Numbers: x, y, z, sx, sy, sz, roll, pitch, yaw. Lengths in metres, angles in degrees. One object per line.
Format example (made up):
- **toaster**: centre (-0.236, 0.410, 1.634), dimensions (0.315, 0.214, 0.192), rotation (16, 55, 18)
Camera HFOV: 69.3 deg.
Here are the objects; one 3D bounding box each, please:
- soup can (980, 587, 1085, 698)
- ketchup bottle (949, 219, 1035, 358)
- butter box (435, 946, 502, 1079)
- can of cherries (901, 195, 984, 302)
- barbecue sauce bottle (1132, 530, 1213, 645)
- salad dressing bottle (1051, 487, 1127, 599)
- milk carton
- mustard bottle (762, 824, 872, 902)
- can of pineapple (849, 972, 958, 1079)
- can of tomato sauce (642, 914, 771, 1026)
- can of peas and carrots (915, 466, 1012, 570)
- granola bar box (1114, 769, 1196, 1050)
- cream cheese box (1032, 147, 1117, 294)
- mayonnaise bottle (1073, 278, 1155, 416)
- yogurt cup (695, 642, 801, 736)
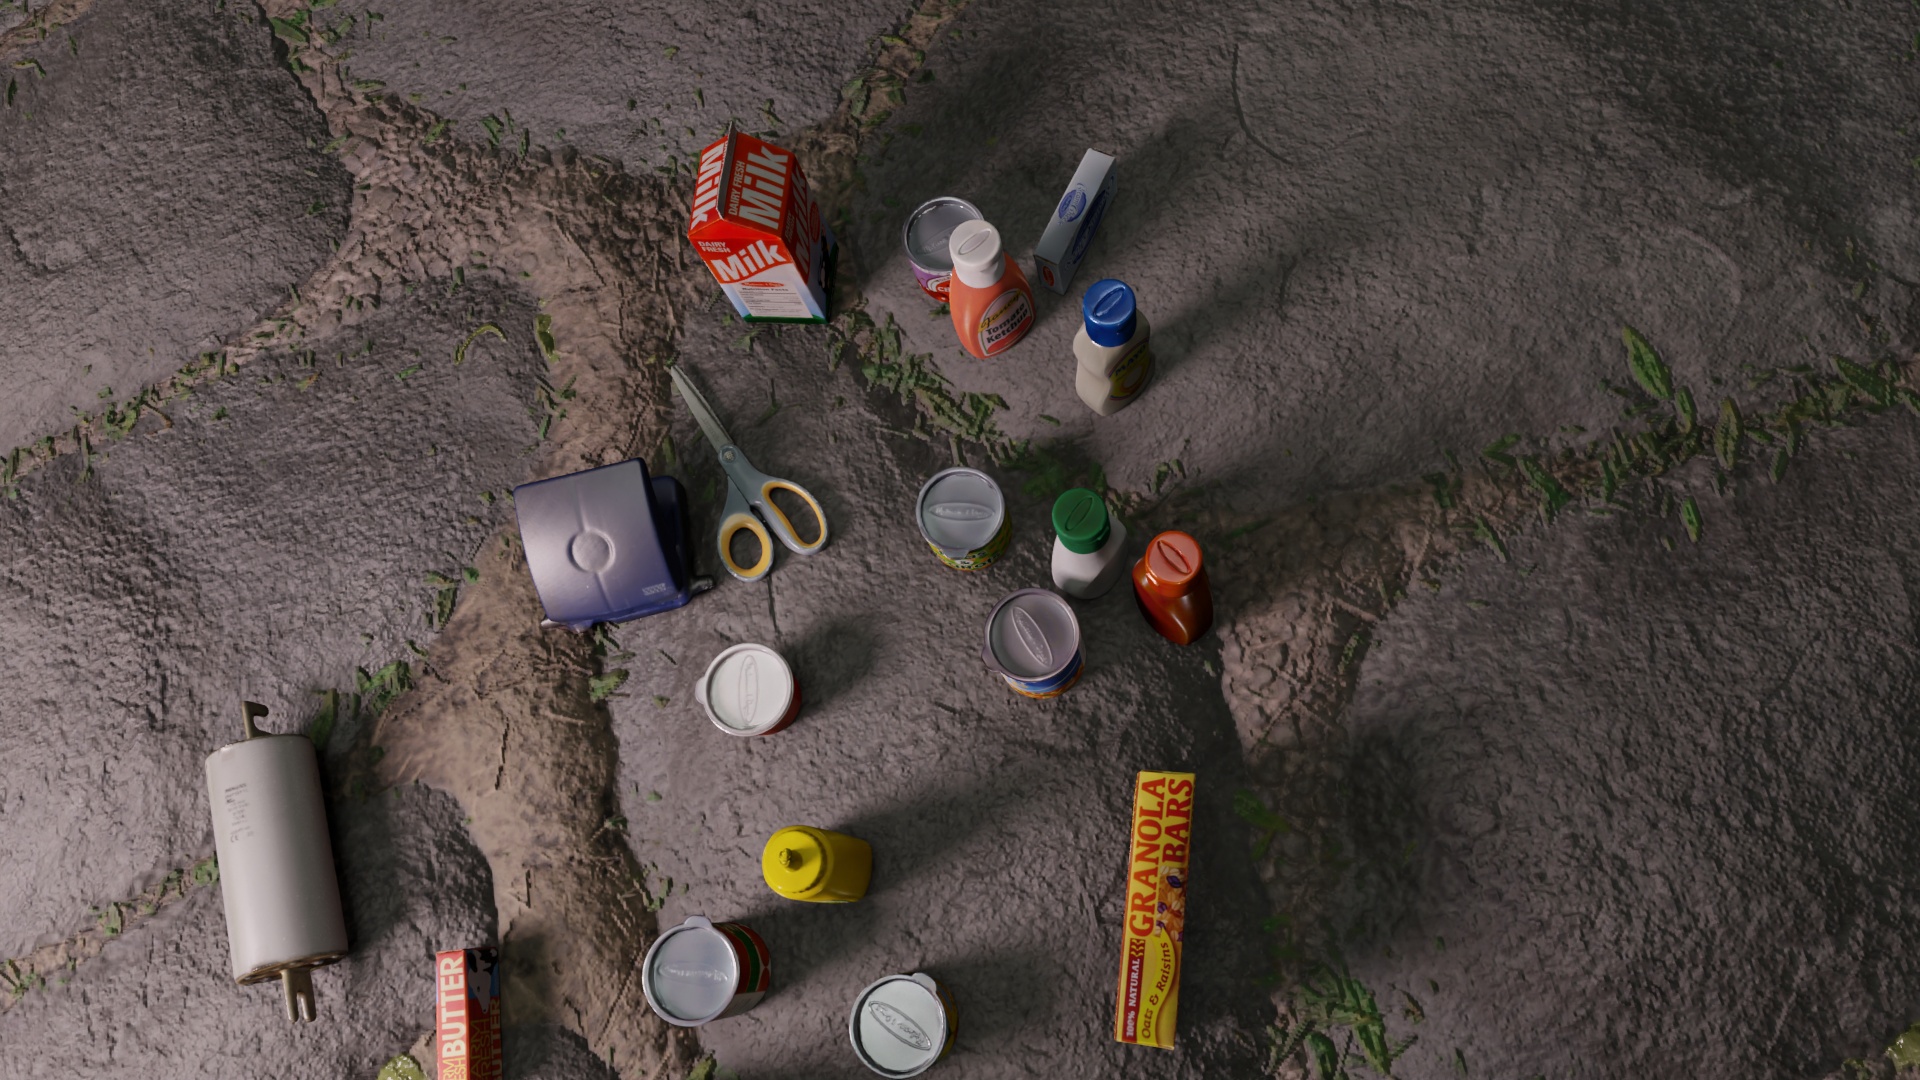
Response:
- **soup can**: centre (0.052, 0.076, 0.989), dimensions (0.071, 0.083, 0.071), rotation (-2, 74, 8)
- **ketchup bottle**: centre (0.019, -0.189, 1.035), dimensions (0.065, 0.148, 0.043), rotation (-38, 73, -3)
- **butter box**: centre (-0.349, 0.343, 0.986), dimensions (0.024, 0.053, 0.104), rotation (-9, 73, 6)
- **can of cherries**: centre (-0.008, -0.227, 1.097), dimensions (0.071, 0.058, 0.071), rotation (-2, 74, 8)
- **barbecue sauce bottle**: centre (0.146, 0.030, 0.954), dimensions (0.044, 0.148, 0.065), rotation (-40, 73, -4)
- **salad dressing bottle**: centre (0.088, 0.001, 0.971), dimensions (0.044, 0.147, 0.064), rotation (35, 82, 16)
- **milk carton**: centre (-0.151, -0.235, 1.050), dimensions (0.073, 0.190, 0.072), rotation (3, 75, 9)
- **mustard bottle**: centre (-0.102, 0.217, 0.931), dimensions (0.065, 0.160, 0.049), rotation (5, 76, 10)
- **can of pineapple**: centre (-0.036, 0.327, 0.943), dimensions (0.071, 0.057, 0.071), rotation (-2, 74, 8)
- **can of tomato sauce**: centre (-0.173, 0.296, 0.959), dimensions (0.071, 0.083, 0.071), rotation (-2, 74, 8)
- **can of peas and carrots**: centre (0.004, -0.013, 1.034), dimensions (0.071, 0.058, 0.071), rotation (-2, 74, 8)
- **granola bar box**: centre (0.128, 0.240, 0.910), dimensions (0.039, 0.124, 0.166), rotation (4, 75, 10)
- **cream cheese box**: centre (0.091, -0.251, 1.092), dimensions (0.024, 0.053, 0.104), rotation (25, 79, 14)
- **mayonnaise bottle**: centre (0.111, -0.142, 1.008), dimensions (0.065, 0.147, 0.041), rotation (-43, 73, -5)
- **yogurt cup**: centre (-0.150, 0.113, 1.023), dimensions (0.072, 0.054, 0.072), rotation (-2, 74, 8)
